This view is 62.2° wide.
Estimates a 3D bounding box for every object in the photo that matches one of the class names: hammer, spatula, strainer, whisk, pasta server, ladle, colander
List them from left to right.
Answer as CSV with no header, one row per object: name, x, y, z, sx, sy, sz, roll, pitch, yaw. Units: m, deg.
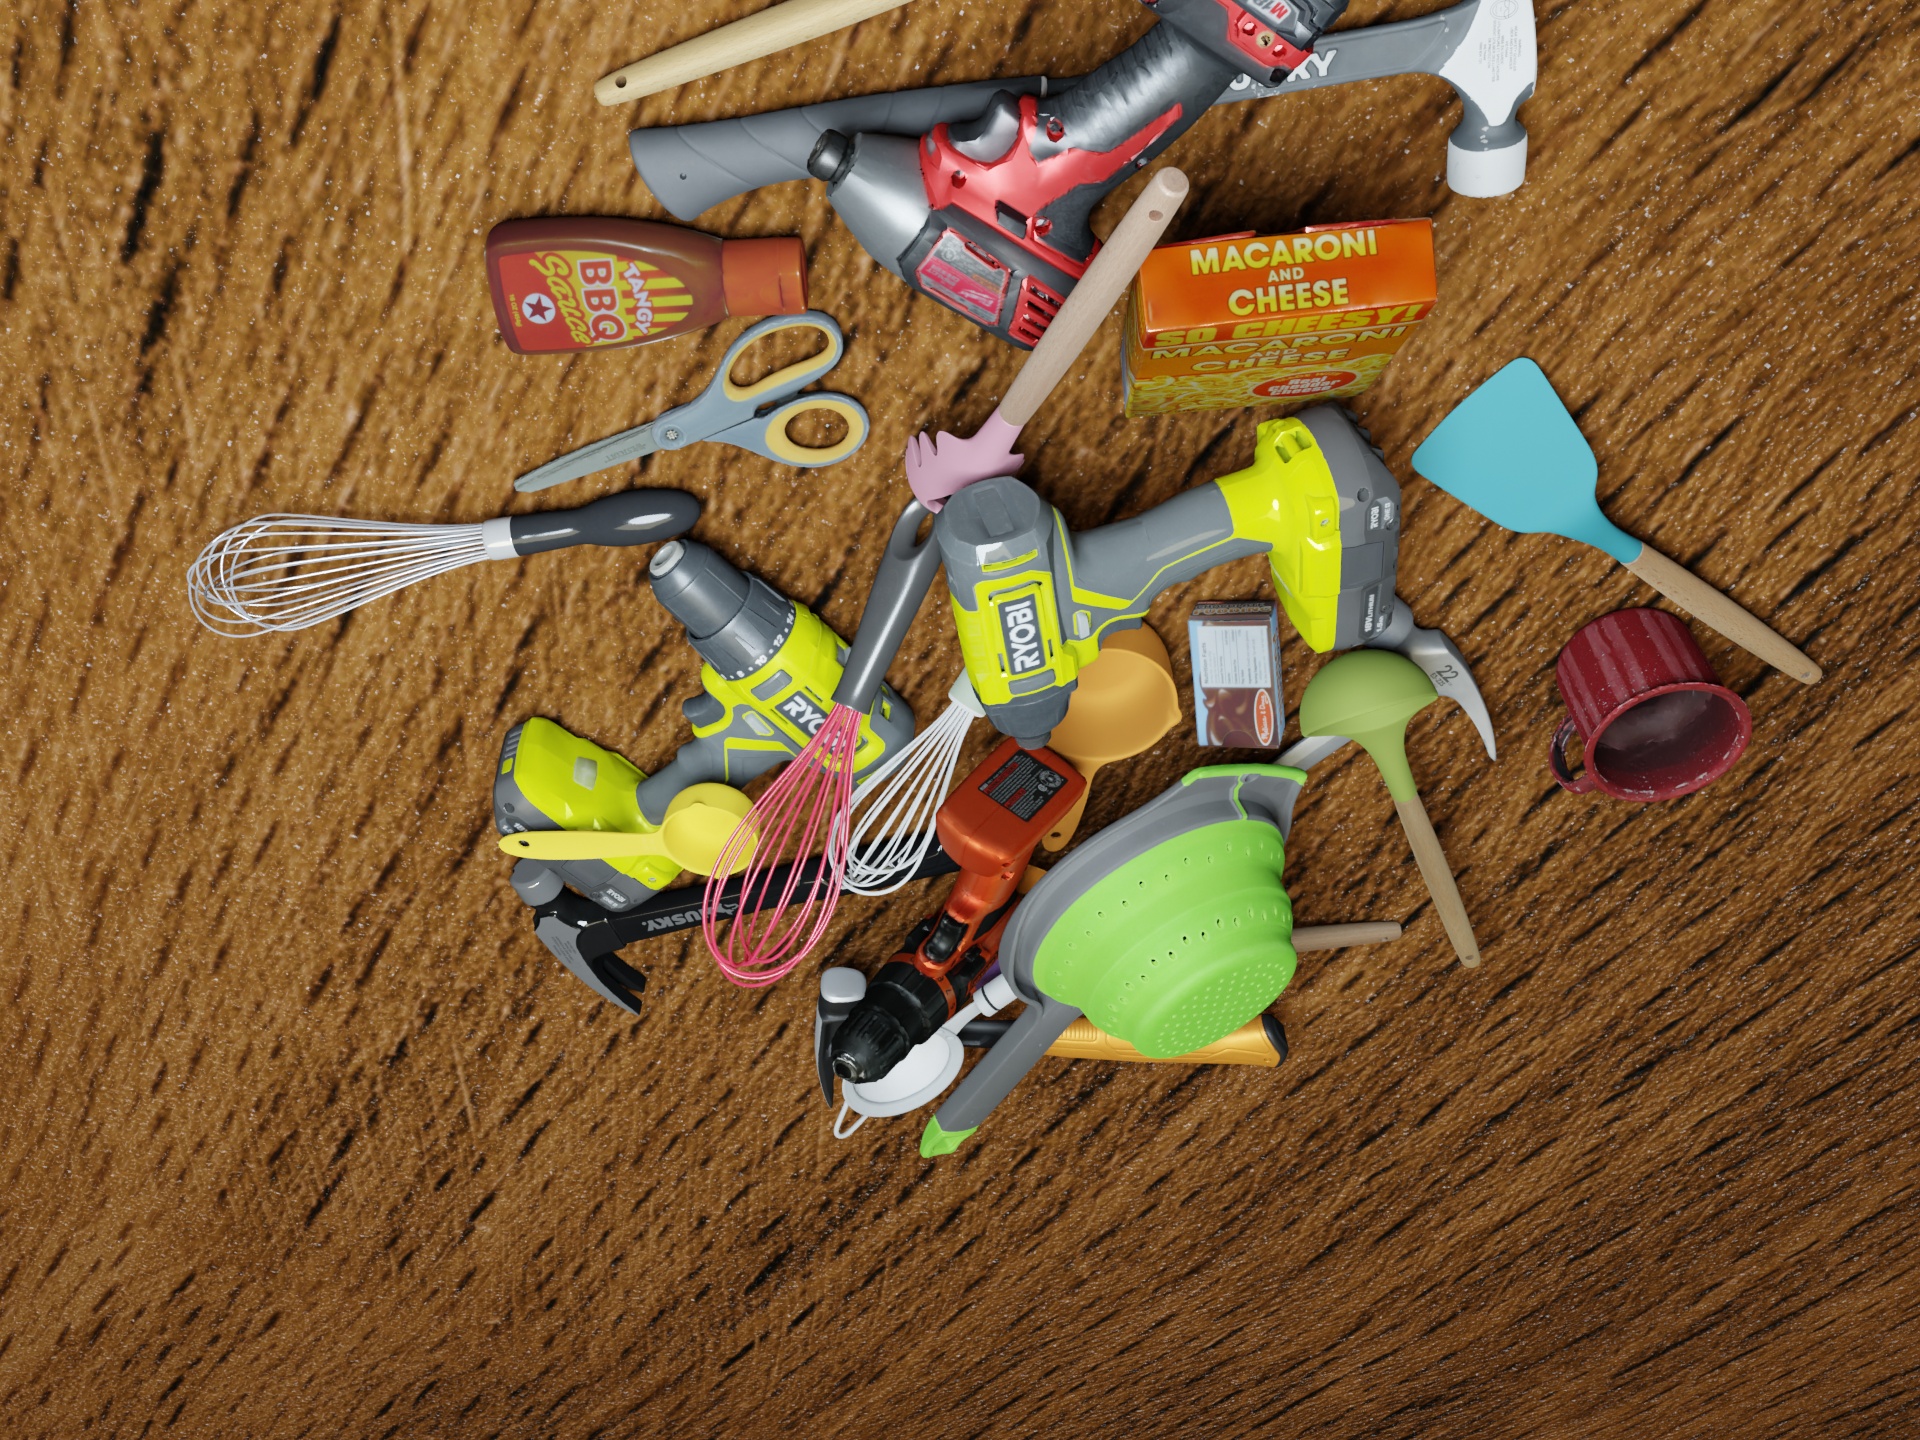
whisk,-0.283,-0.096,0.871,0.284,0.070,0.070,-9,132,0
hammer,-0.121,0.117,1.074,0.335,0.035,0.146,-13,130,10
whisk,-0.069,0.010,0.879,0.073,0.073,0.296,22,92,-20
ladle,-0.018,-0.322,0.684,0.315,0.031,0.069,-14,98,16
whisk,-0.001,-0.003,0.910,0.058,0.059,0.246,36,99,18
strainer,0.011,0.189,1.051,0.258,0.050,0.086,-37,134,14
pasta server,0.034,-0.159,0.722,0.060,0.040,0.316,13,161,-13
hammer,0.065,0.231,1.134,0.337,0.034,0.127,3,133,-5
hammer,0.051,-0.284,0.719,0.409,0.036,0.149,-7,130,5
colander,0.093,0.192,0.998,0.204,0.095,0.397,2,135,-41
spatula,0.155,0.160,1.097,0.316,0.018,0.059,-4,142,-11
hammer,0.161,0.074,1.040,0.144,0.035,0.405,34,123,-27
ladle,0.282,0.070,0.979,0.078,0.062,0.319,-18,132,18
spatula,0.395,-0.094,0.906,0.317,0.044,0.082,25,126,-28

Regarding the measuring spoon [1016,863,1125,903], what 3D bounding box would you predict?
measuring spoon,0.068,0.112,1.055,0.117,0.011,0.021,18,102,27

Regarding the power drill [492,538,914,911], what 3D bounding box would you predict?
power drill,-0.167,0.005,0.946,0.228,0.080,0.190,-32,126,21

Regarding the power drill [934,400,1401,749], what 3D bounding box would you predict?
power drill,0.107,-0.070,0.831,0.223,0.080,0.171,-17,138,-3

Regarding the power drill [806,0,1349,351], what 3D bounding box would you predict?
power drill,0.041,-0.261,0.661,0.143,0.079,0.219,25,134,-24

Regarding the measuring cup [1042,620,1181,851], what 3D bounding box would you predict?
measuring cup,0.074,0.006,0.968,0.095,0.052,0.173,8,133,-8

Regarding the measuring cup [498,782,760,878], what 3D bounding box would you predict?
measuring cup,-0.193,0.063,0.932,0.156,0.029,0.062,-2,131,8
